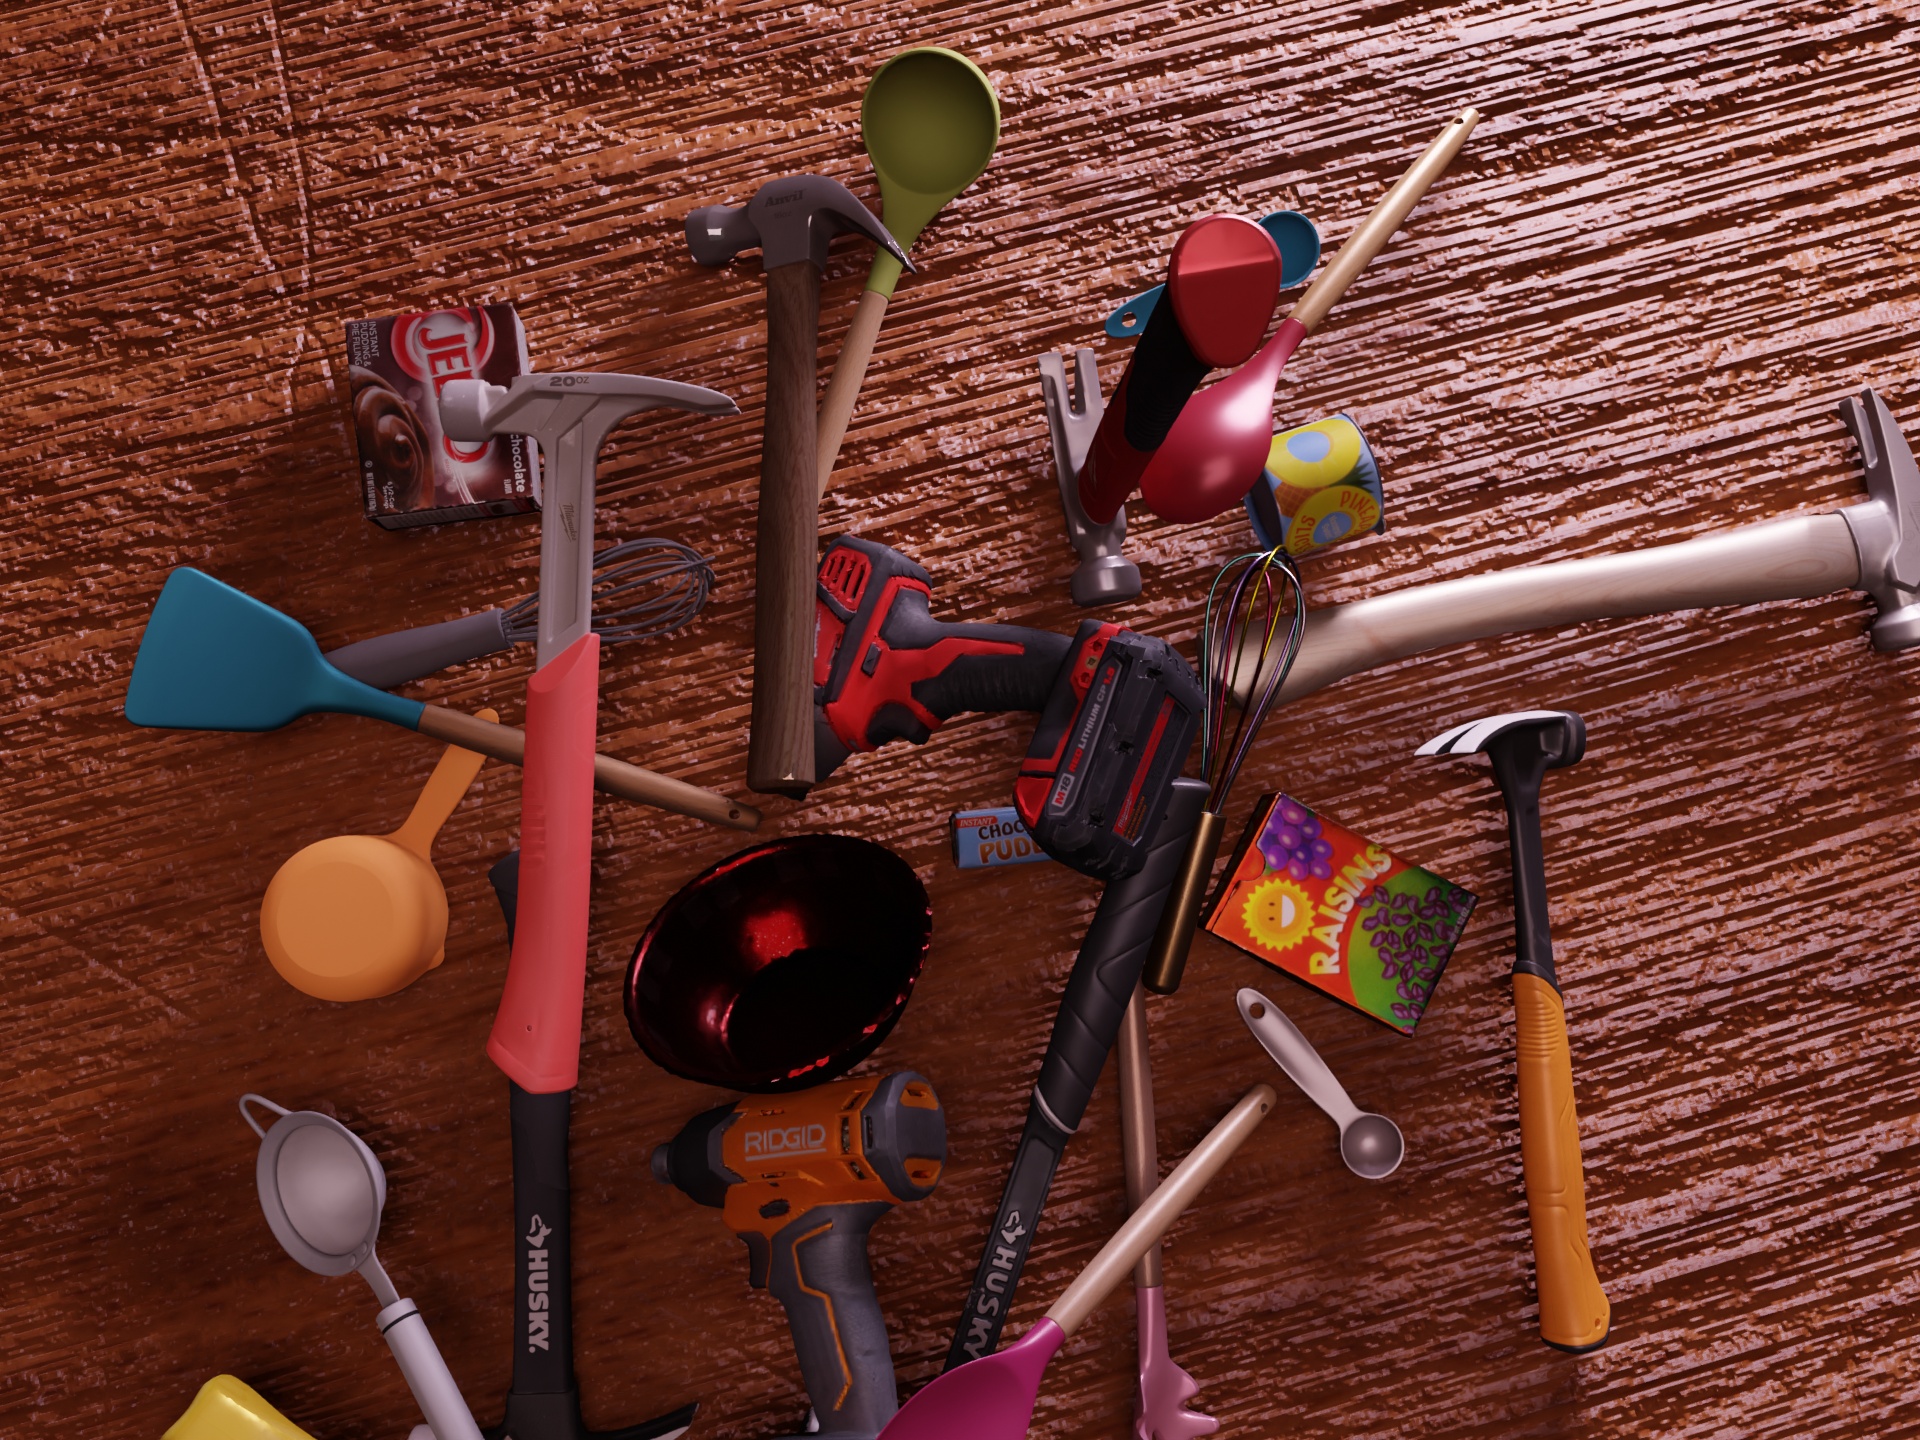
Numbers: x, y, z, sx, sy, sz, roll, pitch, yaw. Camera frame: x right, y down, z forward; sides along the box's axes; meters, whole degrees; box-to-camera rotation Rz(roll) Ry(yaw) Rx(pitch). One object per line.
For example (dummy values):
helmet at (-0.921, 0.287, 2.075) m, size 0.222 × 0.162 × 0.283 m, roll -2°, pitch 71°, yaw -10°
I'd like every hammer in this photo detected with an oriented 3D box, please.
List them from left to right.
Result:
hammer at (-0.214, 0.229, 0.834) m, size 0.146 × 0.035 × 0.335 m, roll -2°, pitch 85°, yaw -2°
hammer at (-0.193, 0.006, 0.804) m, size 0.149 × 0.036 × 0.359 m, roll 2°, pitch 89°, yaw 1°
hammer at (-0.086, -0.127, 0.821) m, size 0.130 × 0.031 × 0.331 m, roll -6°, pitch 76°, yaw 26°
hammer at (0.047, 0.221, 0.817) m, size 0.149 × 0.036 × 0.409 m, roll 19°, pitch 93°, yaw -1°
hammer at (0.075, -0.148, 0.698) m, size 0.038 × 0.386 × 0.143 m, roll -9°, pitch 86°, yaw -3°
hammer at (0.303, 0.165, 0.837) m, size 0.127 × 0.034 × 0.337 m, roll -6°, pitch 90°, yaw -42°
hammer at (0.332, -0.079, 0.880) m, size 0.410 × 0.038 × 0.146 m, roll -10°, pitch 84°, yaw -3°

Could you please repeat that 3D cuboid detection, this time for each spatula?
spatula at (-0.257, 0.008, 0.828) m, size 0.317 × 0.044 × 0.082 m, roll 18°, pitch 85°, yaw -9°

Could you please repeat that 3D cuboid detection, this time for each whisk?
whisk at (-0.245, -0.051, 0.853) m, size 0.239 × 0.055 × 0.055 m, roll -16°, pitch 86°, yaw 1°
whisk at (0.133, 0.026, 0.833) m, size 0.051 × 0.047 × 0.245 m, roll 14°, pitch 96°, yaw -3°

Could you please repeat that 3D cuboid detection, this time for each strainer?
strainer at (-0.285, 0.292, 0.798) m, size 0.087 × 0.050 × 0.259 m, roll -45°, pitch 69°, yaw 23°

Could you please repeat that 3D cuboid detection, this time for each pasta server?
pasta server at (0.104, 0.271, 0.841) m, size 0.060 × 0.040 × 0.316 m, roll 3°, pitch 81°, yaw -44°

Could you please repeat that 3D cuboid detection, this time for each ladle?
ladle at (-0.056, -0.210, 0.866) m, size 0.078 × 0.062 × 0.320 m, roll 19°, pitch 87°, yaw 5°
ladle at (0.198, -0.230, 0.867) m, size 0.069 × 0.031 × 0.315 m, roll 29°, pitch 71°, yaw 31°

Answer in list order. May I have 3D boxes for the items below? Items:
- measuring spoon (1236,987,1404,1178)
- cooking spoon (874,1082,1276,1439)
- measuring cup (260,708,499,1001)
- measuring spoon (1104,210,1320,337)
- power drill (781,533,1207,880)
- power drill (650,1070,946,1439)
measuring spoon at (0.192, 0.195, 0.865) m, size 0.034 × 0.018 × 0.124 m, roll -39°, pitch 81°, yaw -4°
cooking spoon at (0.061, 0.278, 0.771) m, size 0.319 × 0.017 × 0.068 m, roll -36°, pitch 104°, yaw -35°
measuring cup at (-0.297, 0.067, 0.834) m, size 0.095 × 0.052 × 0.173 m, roll 31°, pitch 86°, yaw 0°
measuring spoon at (0.139, -0.248, 0.897) m, size 0.128 × 0.021 × 0.042 m, roll -23°, pitch 109°, yaw 5°
power drill at (-0.001, -0.003, 0.805) m, size 0.220 × 0.078 × 0.143 m, roll 19°, pitch 84°, yaw 30°
power drill at (-0.084, 0.295, 0.783) m, size 0.164 × 0.084 × 0.227 m, roll -13°, pitch 69°, yaw 26°
